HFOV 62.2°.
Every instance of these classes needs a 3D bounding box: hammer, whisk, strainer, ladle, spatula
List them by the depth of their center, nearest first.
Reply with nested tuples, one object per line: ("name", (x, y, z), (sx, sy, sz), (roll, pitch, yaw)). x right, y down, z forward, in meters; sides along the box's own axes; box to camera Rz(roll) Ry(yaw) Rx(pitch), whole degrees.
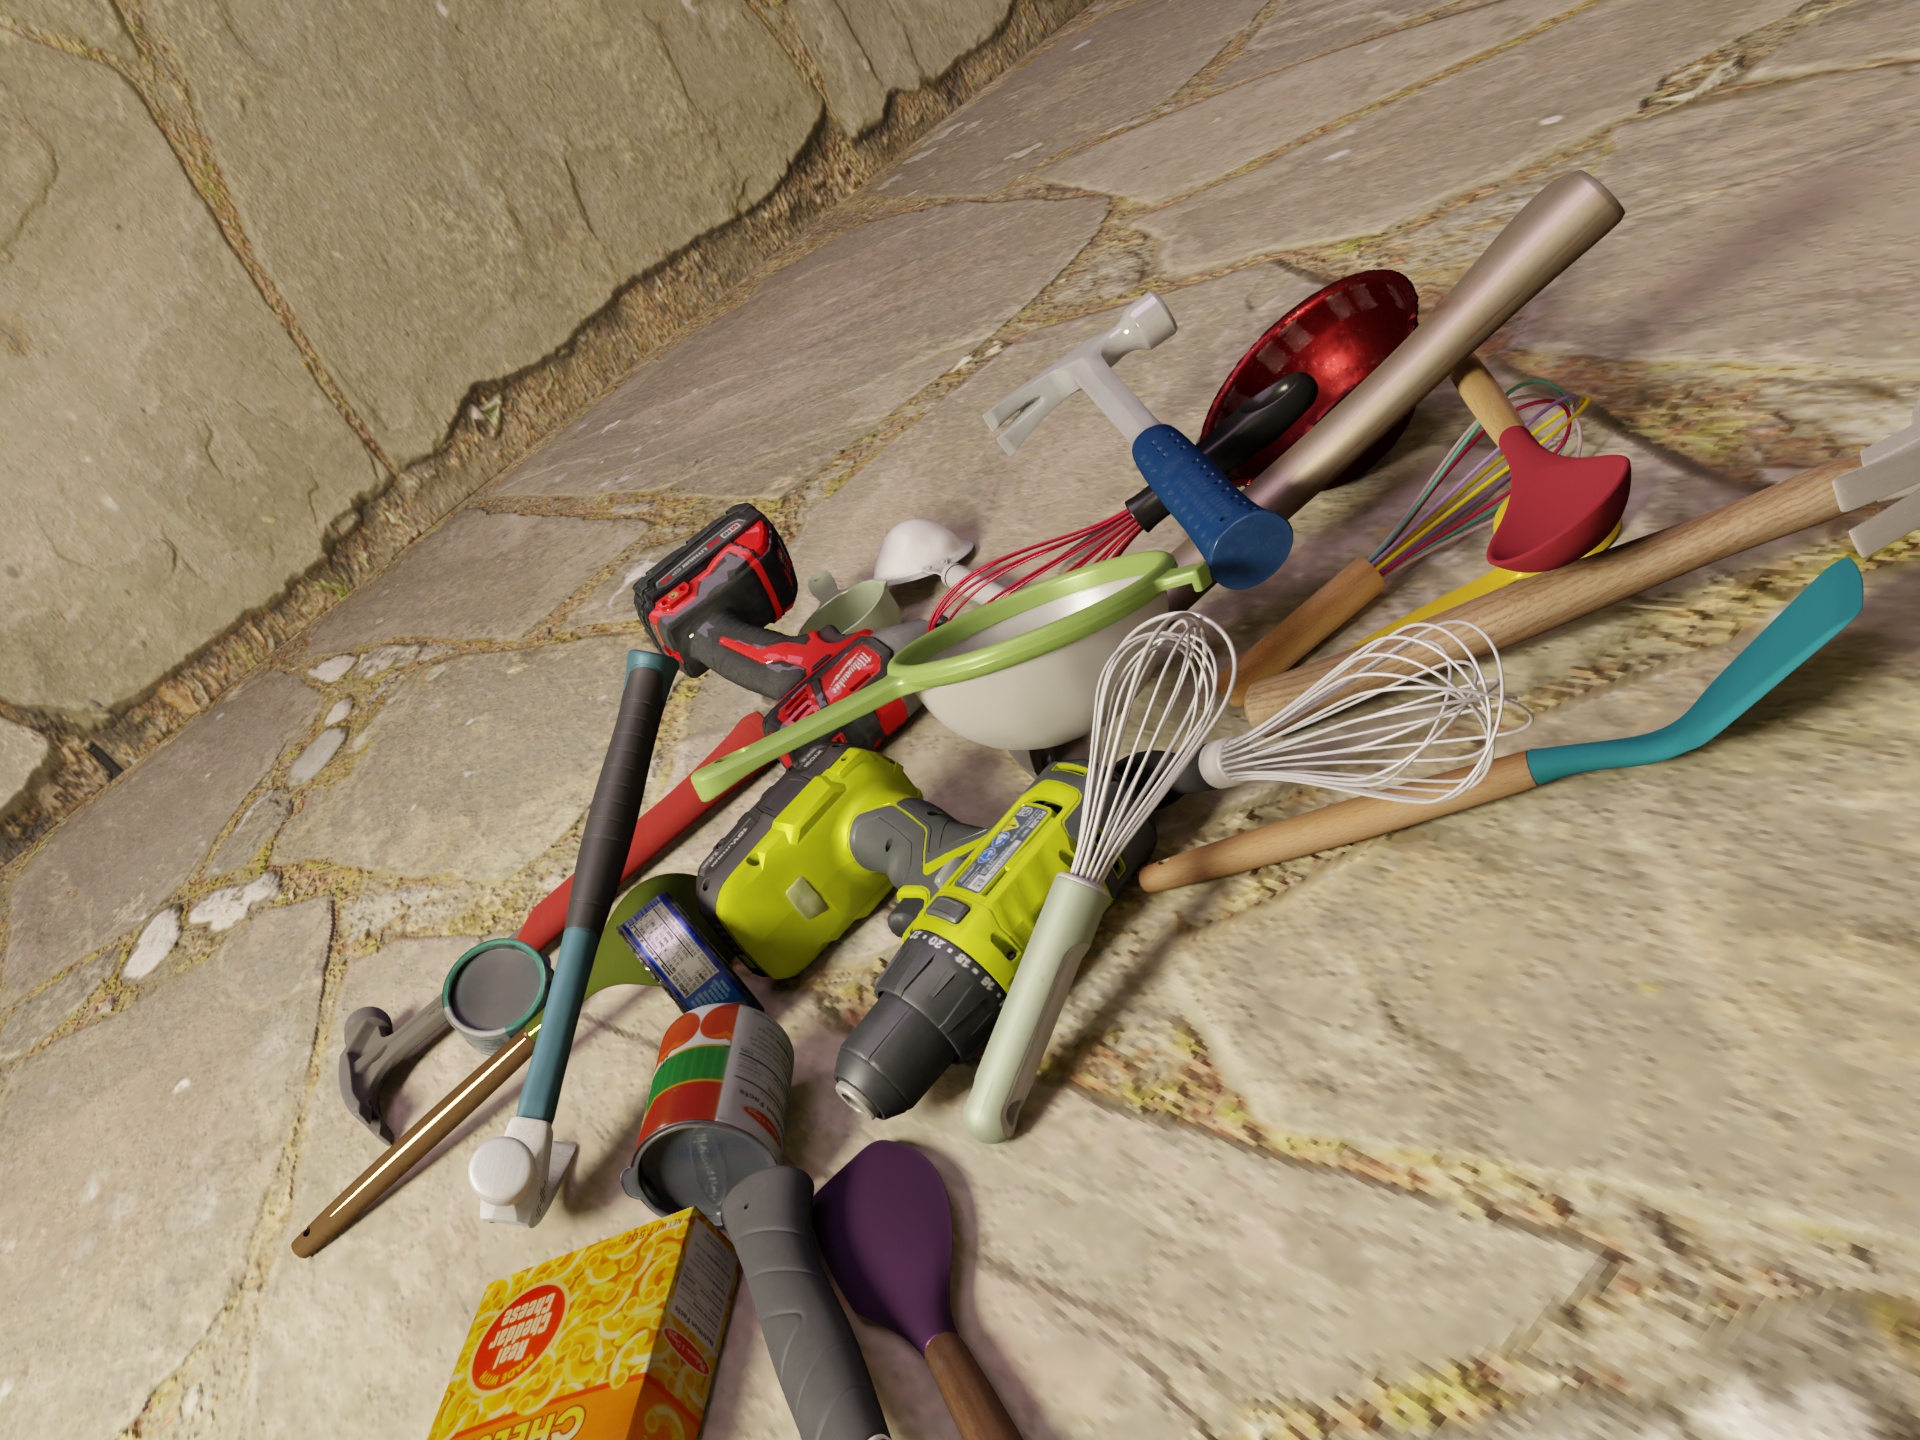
("hammer", (-0.027, 0.263, 0.509), (0.149, 0.036, 0.409), (-51, 24, 0))
("spatula", (0.004, 0.235, 0.559), (0.060, 0.018, 0.316), (-42, 25, -5))
("spatula", (0.208, 0.017, 0.658), (0.317, 0.044, 0.082), (-21, 9, 31))
("whisk", (0.056, 0.064, 0.681), (0.059, 0.057, 0.246), (18, 79, 28))
("whisk", (0.134, 0.015, 0.688), (0.070, 0.070, 0.284), (-47, 11, -24))
("hammer", (0.273, -0.058, 0.693), (0.331, 0.031, 0.130), (-23, 6, 32))
("strainer", (-0.001, -0.002, 0.767), (0.256, 0.069, 0.151), (-27, 12, -13))
("ladle", (0.262, -0.146, 0.776), (0.069, 0.031, 0.316), (-37, 22, 22))
("whisk", (0.230, -0.092, 0.822), (0.245, 0.051, 0.047), (-40, 31, -2))
("hammer", (0.175, -0.121, 0.835), (0.410, 0.038, 0.146), (-43, 24, 18))
("hammer", (-0.199, 0.102, 0.849), (0.128, 0.033, 0.331), (108, 171, -60))
("hammer", (0.104, -0.160, 0.918), (0.144, 0.035, 0.406), (-34, 25, 8))
("ladle", (-0.258, 0.205, 0.922), (0.320, 0.062, 0.078), (-42, 44, 2))
("whisk", (0.090, -0.111, 0.956), (0.296, 0.073, 0.073), (-37, 24, 18))
("hammer", (-0.259, 0.124, 1.056), (0.359, 0.036, 0.149), (-40, 26, -10))
("strainer", (-0.006, -0.108, 1.147), (0.087, 0.050, 0.259), (-26, 26, -15))

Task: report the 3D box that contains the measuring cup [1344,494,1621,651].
("measuring cup", (0.246, -0.073, 0.779), (0.156, 0.029, 0.062), (-31, 25, 6))

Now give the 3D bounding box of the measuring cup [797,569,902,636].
("measuring cup", (-0.088, -0.079, 1.199), (0.083, 0.038, 0.168), (-36, 23, -1))

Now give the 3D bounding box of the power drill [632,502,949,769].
("power drill", (-0.110, -0.055, 1.071), (0.143, 0.078, 0.220), (-41, 50, -17))

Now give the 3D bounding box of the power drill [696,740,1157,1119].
("power drill", (-0.034, 0.093, 0.789), (0.190, 0.080, 0.229), (-47, 30, -22))
